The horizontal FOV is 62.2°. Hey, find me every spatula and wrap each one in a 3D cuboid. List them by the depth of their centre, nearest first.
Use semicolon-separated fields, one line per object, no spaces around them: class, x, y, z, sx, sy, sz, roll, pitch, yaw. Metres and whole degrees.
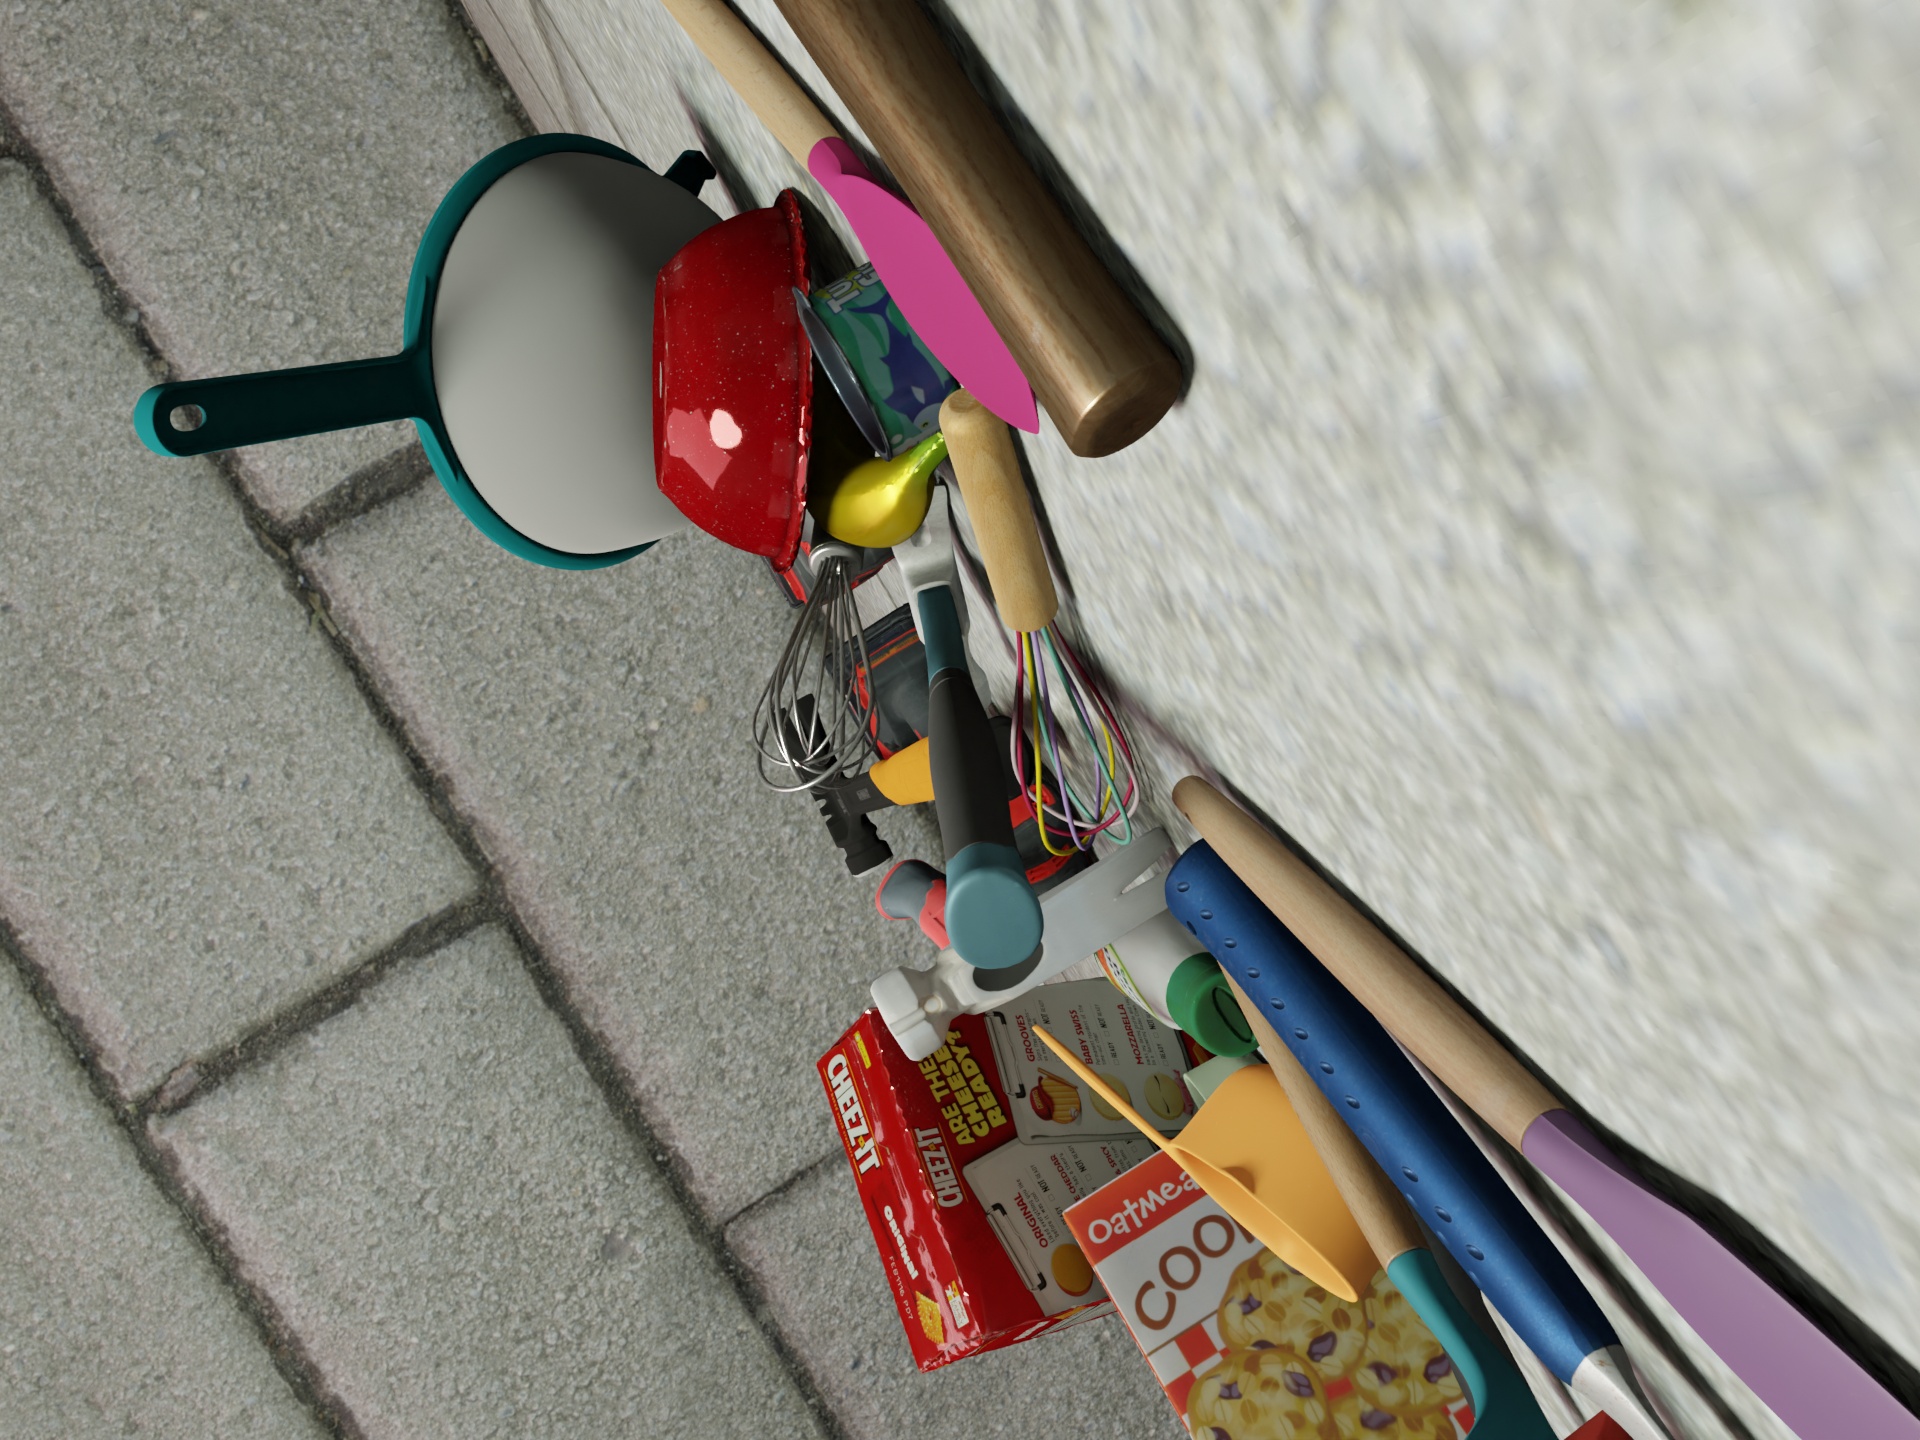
spatula;0.128;0.087;0.390;0.059;0.018;0.316;61;174;-31
spatula;0.124;0.159;0.509;0.082;0.044;0.318;23;-155;-28

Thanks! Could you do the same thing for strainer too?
strainer;-0.189;-0.156;0.719;0.095;0.340;0.211;9;112;32

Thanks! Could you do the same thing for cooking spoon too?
cooking spoon;-0.054;-0.196;0.519;0.319;0.017;0.068;55;173;35

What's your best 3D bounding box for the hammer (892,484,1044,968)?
hammer;-0.001;-0.002;0.633;0.331;0.033;0.128;-101;-3;-66

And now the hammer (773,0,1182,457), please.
hammer;-0.050;-0.199;0.373;0.331;0.031;0.130;58;175;12

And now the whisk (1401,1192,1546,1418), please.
whisk;0.206;0.275;0.551;0.284;0.070;0.070;63;176;3

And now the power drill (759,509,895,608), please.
power drill;-0.096;-0.144;0.974;0.143;0.078;0.219;59;173;-3

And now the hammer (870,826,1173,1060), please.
hammer;0.009;0.095;0.846;0.038;0.143;0.386;61;173;-3

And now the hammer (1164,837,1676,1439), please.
hammer;0.165;0.166;0.391;0.406;0.035;0.143;55;174;45

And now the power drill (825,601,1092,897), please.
power drill;0.013;0.048;1.042;0.227;0.080;0.187;52;172;34

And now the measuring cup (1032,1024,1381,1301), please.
measuring cup;0.103;0.155;0.636;0.174;0.052;0.095;34;164;39

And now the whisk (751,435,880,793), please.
whisk;-0.057;-0.064;0.712;0.057;0.059;0.247;48;-149;-37

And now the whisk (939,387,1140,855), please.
whisk;0.029;-0.024;0.596;0.051;0.047;0.244;57;172;41

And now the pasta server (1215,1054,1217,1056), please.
pasta server;0.175;0.259;0.870;0.317;0.040;0.060;-124;32;-50

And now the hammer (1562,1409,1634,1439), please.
hammer;0.252;0.331;0.364;0.149;0.036;0.359;30;-159;-37

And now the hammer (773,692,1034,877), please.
hammer;-0.036;0.027;0.932;0.127;0.034;0.337;63;160;-3

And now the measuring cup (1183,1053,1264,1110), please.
measuring cup;0.168;0.228;0.764;0.168;0.038;0.083;53;173;39
